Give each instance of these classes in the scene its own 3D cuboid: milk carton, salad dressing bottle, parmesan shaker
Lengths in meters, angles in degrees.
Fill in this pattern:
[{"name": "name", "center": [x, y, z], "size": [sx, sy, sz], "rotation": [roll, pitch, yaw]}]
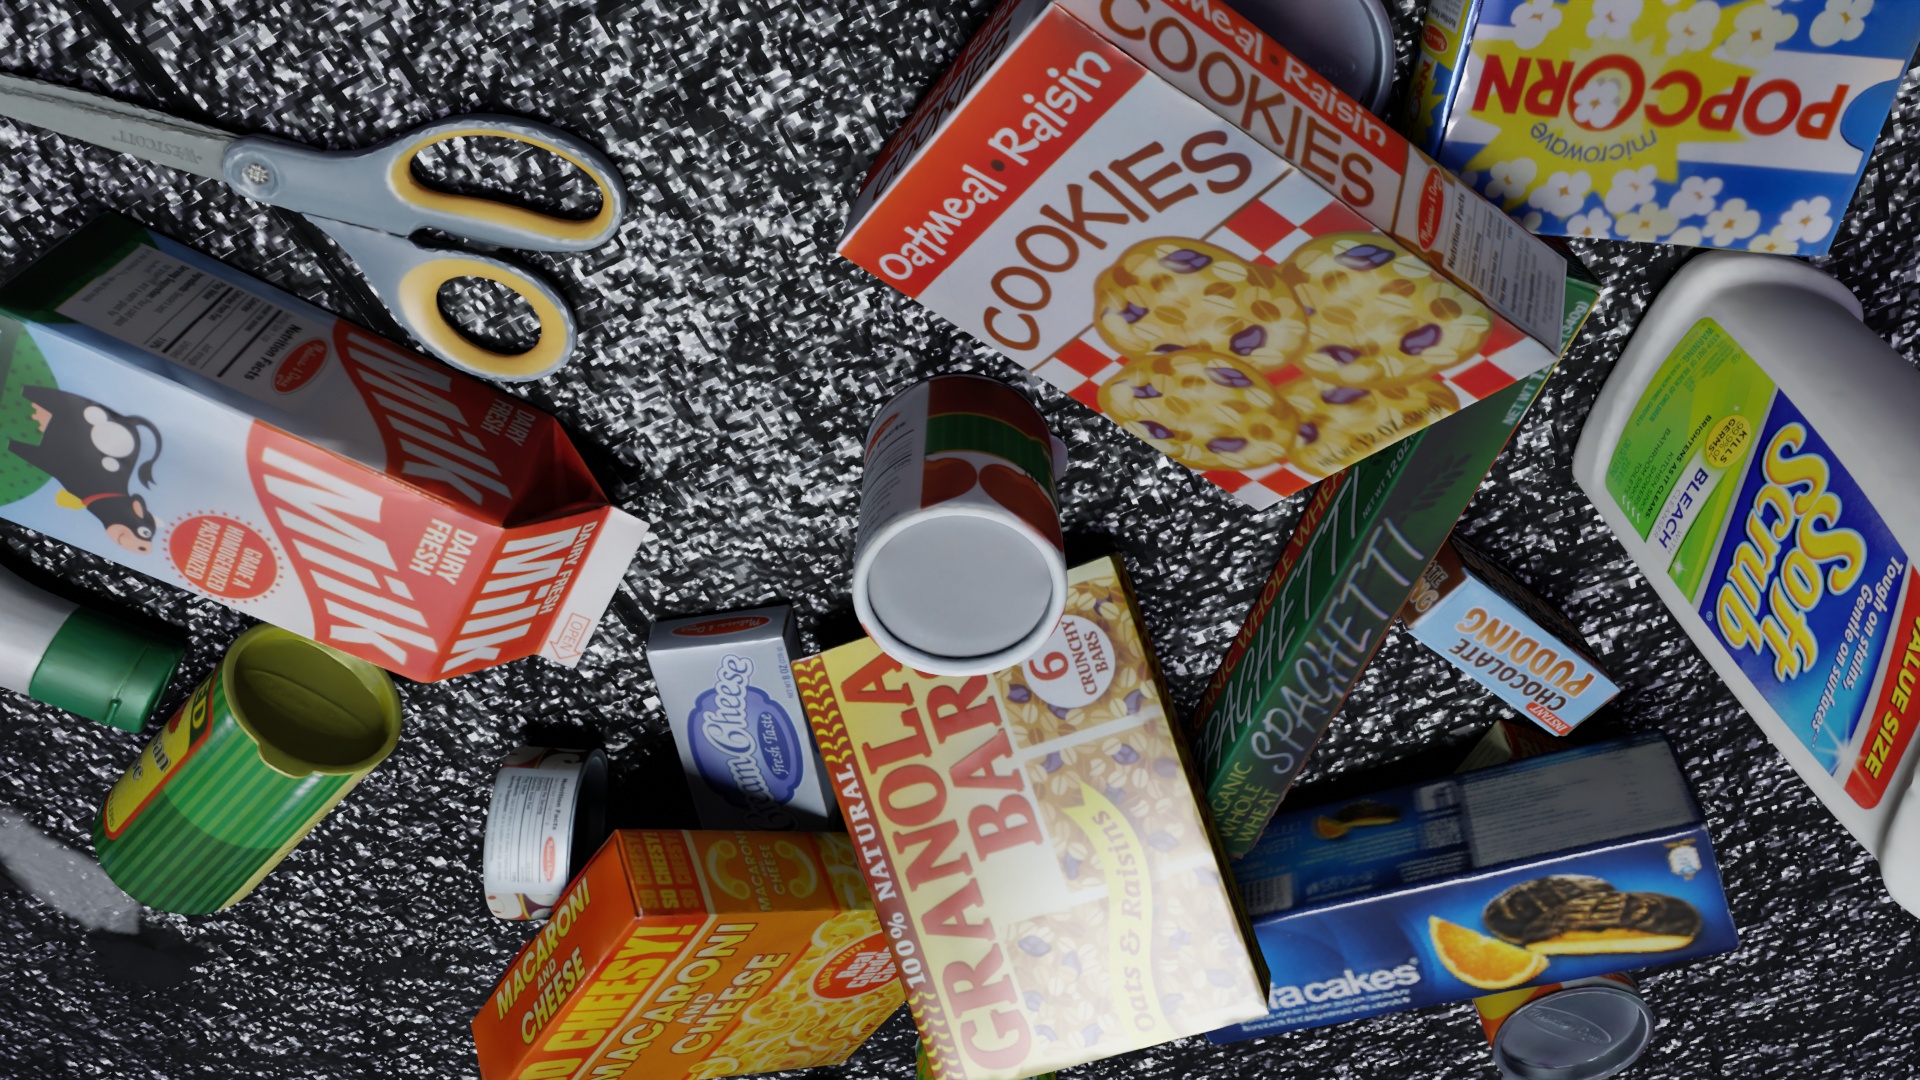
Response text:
[{"name": "milk carton", "center": [-0.201, -0.020, 0.445], "size": [0.190, 0.074, 0.072], "rotation": [25, 119, -17]}, {"name": "salad dressing bottle", "center": [-0.357, 0.024, 0.490], "size": [0.147, 0.044, 0.064], "rotation": [27, 117, -18]}, {"name": "parmesan shaker", "center": [-0.266, 0.087, 0.515], "size": [0.071, 0.072, 0.102], "rotation": [39, 115, -23]}]

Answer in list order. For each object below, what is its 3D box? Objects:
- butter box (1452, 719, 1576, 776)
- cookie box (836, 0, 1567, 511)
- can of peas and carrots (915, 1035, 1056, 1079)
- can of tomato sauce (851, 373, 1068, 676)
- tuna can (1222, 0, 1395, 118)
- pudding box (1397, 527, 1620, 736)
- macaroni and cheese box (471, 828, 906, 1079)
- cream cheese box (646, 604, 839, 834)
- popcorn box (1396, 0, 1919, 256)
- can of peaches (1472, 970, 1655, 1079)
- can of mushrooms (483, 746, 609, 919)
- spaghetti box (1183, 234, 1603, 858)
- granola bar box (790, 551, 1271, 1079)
[{"name": "butter box", "center": [0.218, 0.124, 0.574], "size": [0.053, 0.024, 0.103], "rotation": [20, 120, -12]}, {"name": "cookie box", "center": [0.065, -0.082, 0.398], "size": [0.167, 0.040, 0.122], "rotation": [29, 150, -18]}, {"name": "can of peas and carrots", "center": [0.013, 0.257, 0.637], "size": [0.071, 0.059, 0.070], "rotation": [-1, 124, -1]}, {"name": "can of tomato sauce", "center": [0.002, -0.006, 0.452], "size": [0.071, 0.083, 0.070], "rotation": [0, 123, 0]}, {"name": "tuna can", "center": [0.087, -0.135, 0.399], "size": [0.071, 0.033, 0.070], "rotation": [0, 123, 0]}, {"name": "pudding box", "center": [0.190, 0.029, 0.498], "size": [0.083, 0.050, 0.030], "rotation": [33, 116, -20]}, {"name": "macaroni and cheese box", "center": [-0.086, 0.165, 0.547], "size": [0.166, 0.040, 0.123], "rotation": [13, 126, -42]}, {"name": "cream cheese box", "center": [-0.082, 0.074, 0.537], "size": [0.053, 0.024, 0.103], "rotation": [-6, 123, 5]}, {"name": "popcorn box", "center": [0.196, -0.132, 0.400], "size": [0.127, 0.038, 0.084], "rotation": [4, 122, -3]}, {"name": "can of peaches", "center": [0.252, 0.193, 0.600], "size": [0.071, 0.058, 0.071], "rotation": [-1, 124, -1]}, {"name": "can of mushrooms", "center": [-0.159, 0.114, 0.539], "size": [0.033, 0.071, 0.070], "rotation": [2, 123, -3]}, {"name": "spaghetti box", "center": [0.136, 0.008, 0.483], "size": [0.029, 0.050, 0.248], "rotation": [17, 121, -9]}, {"name": "granola bar box", "center": [0.025, 0.101, 0.501], "size": [0.124, 0.039, 0.165], "rotation": [-19, 89, 12]}]
